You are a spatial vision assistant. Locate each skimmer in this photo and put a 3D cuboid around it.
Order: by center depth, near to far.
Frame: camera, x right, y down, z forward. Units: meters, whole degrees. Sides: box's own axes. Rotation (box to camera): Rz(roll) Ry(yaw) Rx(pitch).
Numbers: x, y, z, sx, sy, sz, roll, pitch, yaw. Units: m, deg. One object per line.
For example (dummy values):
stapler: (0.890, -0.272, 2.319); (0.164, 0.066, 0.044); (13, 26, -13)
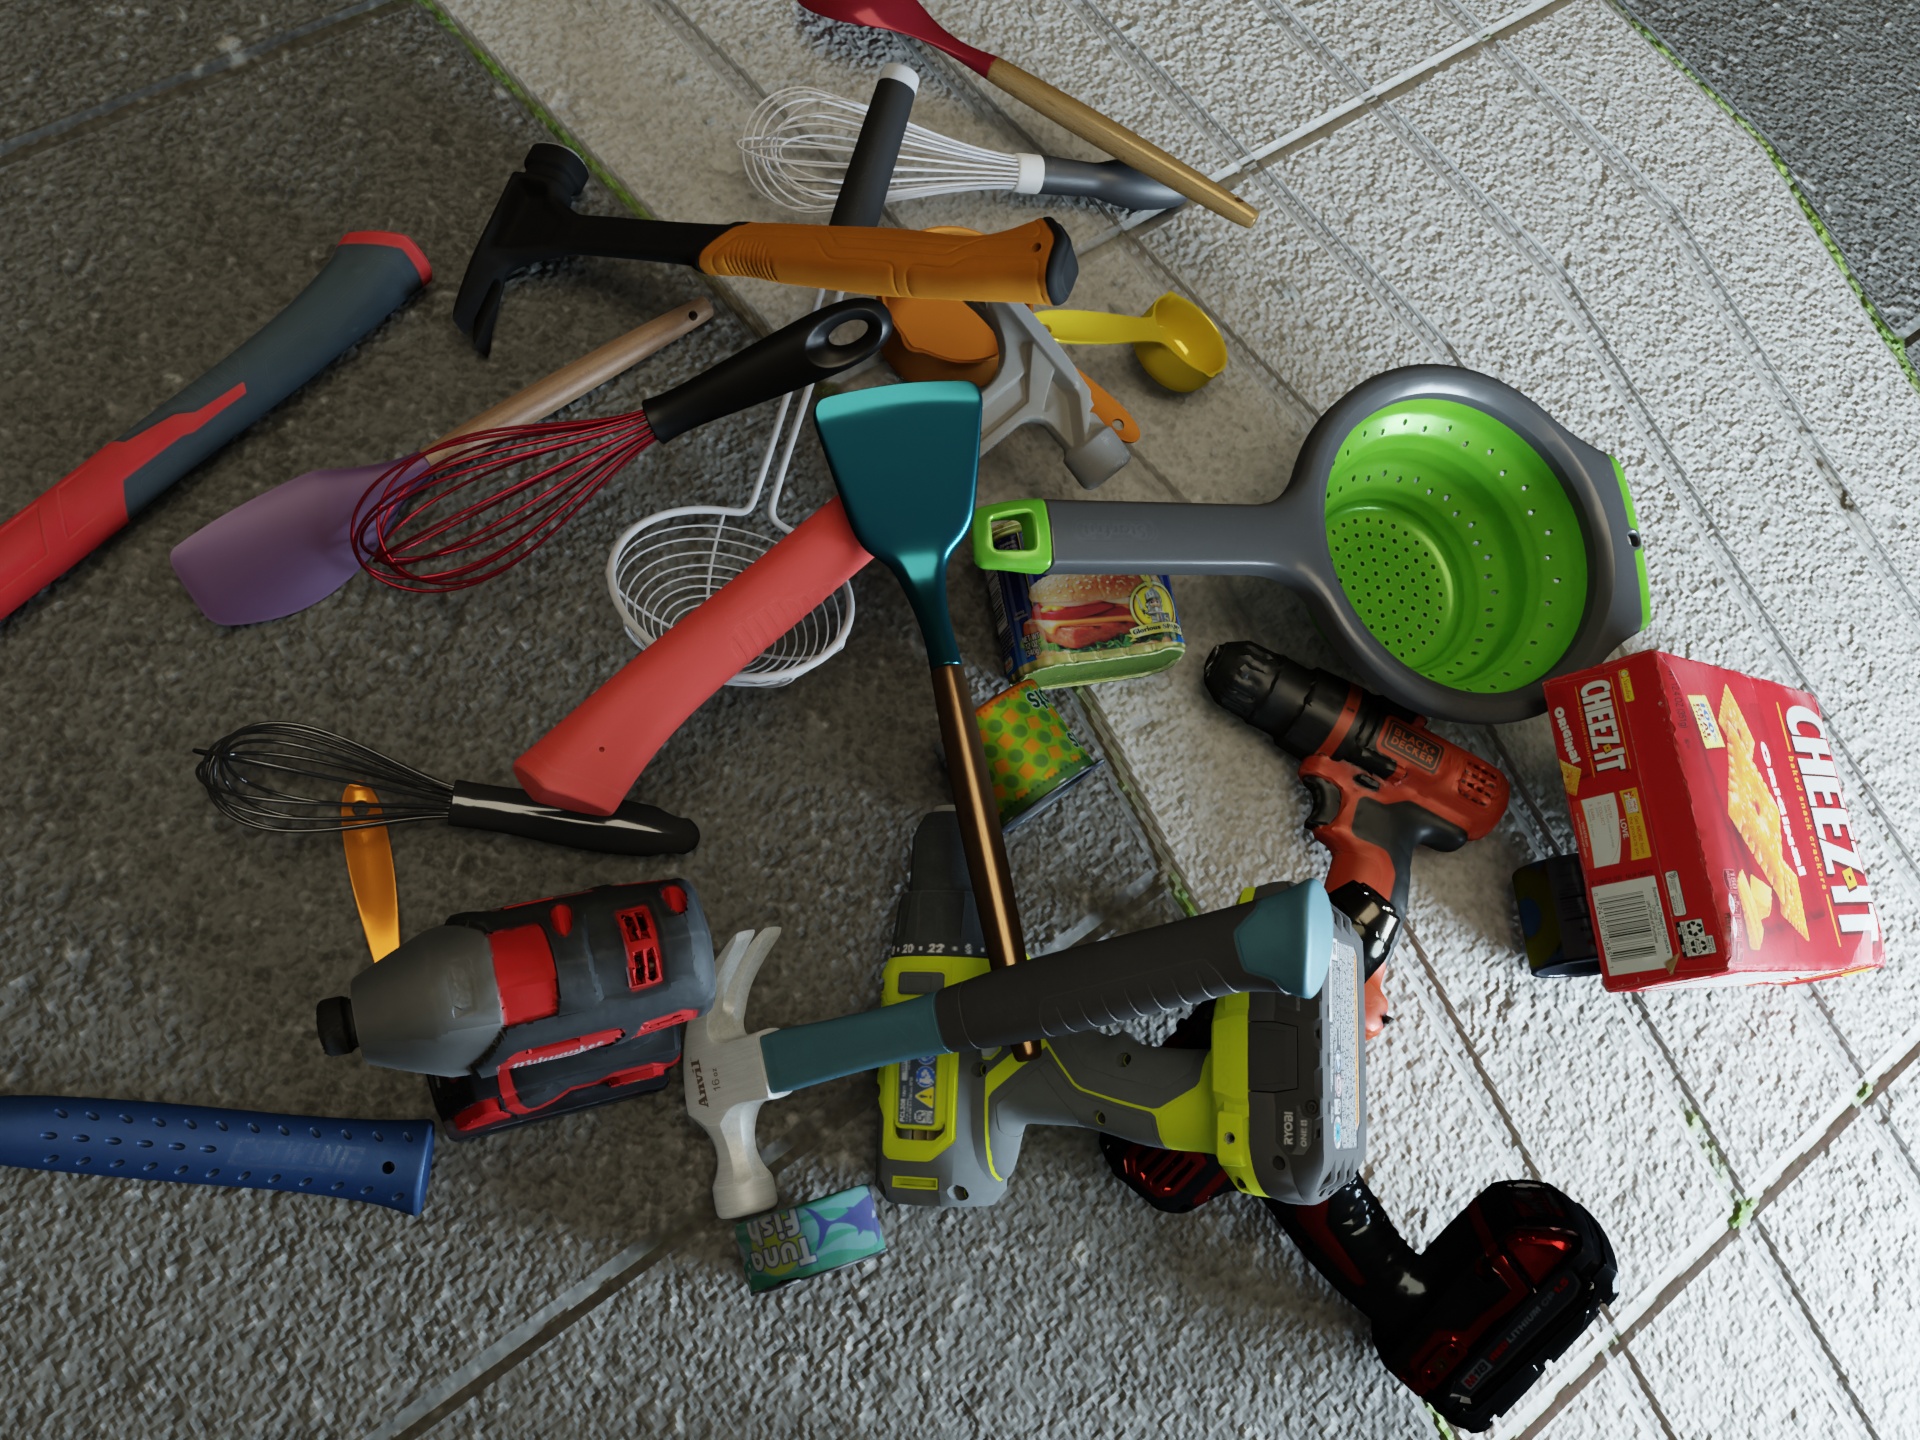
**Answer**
skimmer: (-0.080, -0.190, 0.833); (0.127, 0.090, 0.363); (17, 83, -5)

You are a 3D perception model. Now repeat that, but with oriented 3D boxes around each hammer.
hammer: (0.007, 0.128, 0.688); (0.033, 0.331, 0.128); (2, 71, -58)
hammer: (-0.441, 0.171, 0.694); (0.405, 0.035, 0.144); (8, 72, -10)
hammer: (-0.075, -0.088, 0.776); (0.359, 0.036, 0.149); (-43, 96, -24)
hammer: (-0.405, -0.108, 0.789); (0.143, 0.038, 0.386); (42, 69, 1)
hammer: (-0.103, -0.236, 0.818); (0.337, 0.034, 0.127); (10, 68, 21)

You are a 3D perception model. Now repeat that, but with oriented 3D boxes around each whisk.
whisk: (-0.244, 0.039, 0.771); (0.239, 0.055, 0.055); (10, 71, -16)
whisk: (-0.169, -0.139, 0.787); (0.296, 0.073, 0.073); (-24, 78, 6)
whisk: (0.009, -0.327, 0.943); (0.284, 0.070, 0.070); (-1, 73, -18)

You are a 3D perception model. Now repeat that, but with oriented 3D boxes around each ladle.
ladle: (0.040, -0.376, 0.951); (0.315, 0.031, 0.069); (32, 46, 7)

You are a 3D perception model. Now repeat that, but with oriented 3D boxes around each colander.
colander: (0.183, -0.087, 0.871); (0.397, 0.094, 0.205); (-1, 77, -19)

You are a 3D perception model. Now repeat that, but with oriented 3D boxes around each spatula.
spatula: (-0.001, -0.002, 0.734); (0.082, 0.044, 0.318); (-9, 76, -13)
spatula: (-0.259, -0.146, 0.840); (0.316, 0.018, 0.059); (-37, 117, -23)

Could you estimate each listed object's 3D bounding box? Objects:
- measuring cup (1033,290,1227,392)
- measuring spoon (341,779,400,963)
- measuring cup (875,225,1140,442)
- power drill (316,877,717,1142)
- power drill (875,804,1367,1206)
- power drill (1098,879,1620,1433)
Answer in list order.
measuring cup: (0.090, -0.216, 0.911); (0.156, 0.029, 0.062); (-8, 68, -38)
measuring spoon: (-0.284, 0.084, 0.772); (0.021, 0.011, 0.117); (-10, 72, -20)
measuring cup: (0.026, -0.205, 0.910); (0.173, 0.052, 0.095); (38, 69, -1)
power drill: (-0.182, 0.123, 0.668); (0.143, 0.219, 0.079); (-12, 76, -16)
power drill: (0.065, 0.132, 0.741); (0.228, 0.080, 0.191); (-4, 76, 27)
power drill: (0.205, 0.206, 0.773); (0.227, 0.080, 0.188); (39, 99, 2)
